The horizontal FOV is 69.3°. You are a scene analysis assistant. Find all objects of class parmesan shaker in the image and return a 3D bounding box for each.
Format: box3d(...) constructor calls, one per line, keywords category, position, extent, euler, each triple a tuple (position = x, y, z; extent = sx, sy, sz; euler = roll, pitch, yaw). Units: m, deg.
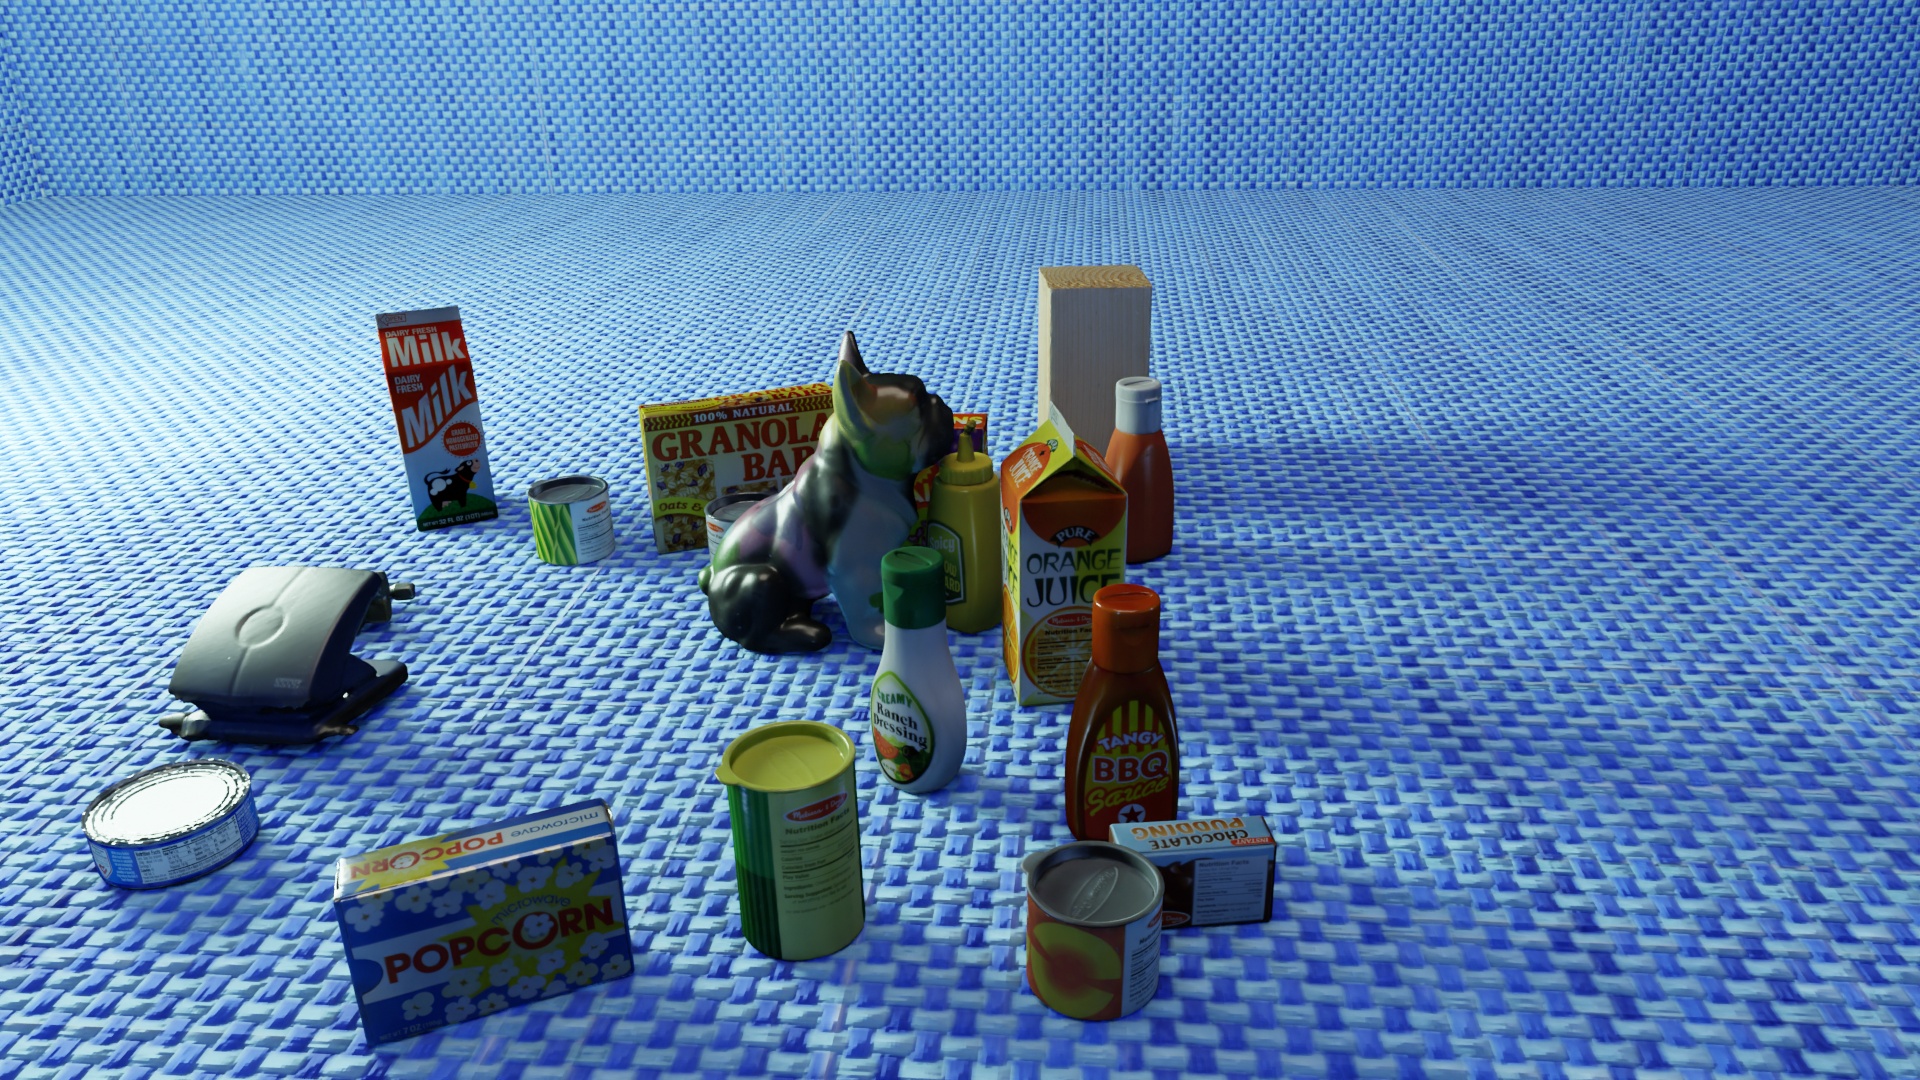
box3d(category="parmesan shaker", position=(-0.086, 0.153, 0.709), extent=(0.071, 0.102, 0.071), euler=(-1, 23, 1))

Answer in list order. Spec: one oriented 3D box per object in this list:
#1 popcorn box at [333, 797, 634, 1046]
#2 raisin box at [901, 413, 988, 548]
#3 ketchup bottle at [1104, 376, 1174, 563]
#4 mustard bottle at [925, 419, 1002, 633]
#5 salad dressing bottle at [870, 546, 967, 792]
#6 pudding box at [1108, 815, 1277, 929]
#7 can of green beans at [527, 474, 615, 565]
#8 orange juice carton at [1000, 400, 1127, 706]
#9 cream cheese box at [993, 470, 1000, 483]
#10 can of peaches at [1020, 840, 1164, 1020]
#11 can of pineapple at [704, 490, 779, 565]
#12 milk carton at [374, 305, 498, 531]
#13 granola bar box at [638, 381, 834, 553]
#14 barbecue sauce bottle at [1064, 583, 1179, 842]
box3d(category="popcorn box", position=(-0.227, 0.182, 0.671), extent=(0.127, 0.085, 0.038), euler=(-11, 25, -21))
box3d(category="raisin box", position=(-0.020, -0.041, 1.132), extent=(0.086, 0.122, 0.040), euler=(1, 23, 6))
box3d(category="ketchup bottle", position=(0.144, -0.057, 1.130), extent=(0.065, 0.148, 0.043), euler=(-13, 25, -25))
box3d(category="mustard bottle", position=(0.004, -0.013, 1.019), extent=(0.049, 0.159, 0.065), euler=(-20, 29, -37))
box3d(category="salad dressing bottle", position=(-0.026, 0.077, 0.827), extent=(0.064, 0.147, 0.044), euler=(19, 30, 39))
box3d(category="pudding box", position=(0.119, 0.172, 0.721), extent=(0.084, 0.049, 0.030), euler=(-3, 23, -5))
box3d(category="can of green beans", position=(-0.329, -0.017, 1.177), extent=(0.071, 0.057, 0.071), euler=(-1, 23, 1))
box3d(category="orange juice carton", position=(0.067, 0.008, 0.926), extent=(0.073, 0.191, 0.072), euler=(-4, 23, -7))
box3d(category="cream cheese box", position=(0.054, -0.033, 1.199), extent=(0.104, 0.053, 0.024), euler=(-2, 23, -3))
box3d(category="can of peaches", position=(0.063, 0.188, 0.676), extent=(0.071, 0.057, 0.071), euler=(-1, 23, 1))
box3d(category="can of pineapple", position=(-0.171, -0.002, 1.133), extent=(0.071, 0.057, 0.071), euler=(-1, 23, 1))
box3d(category="milk carton", position=(-0.467, -0.113, 1.238), extent=(0.072, 0.189, 0.073), euler=(-11, 25, -22))
box3d(category="granola bar box", position=(-0.186, -0.064, 1.193), extent=(0.166, 0.123, 0.039), euler=(-9, 24, -18))
box3d(category="barbecue sauce bottle", position=(0.091, 0.098, 0.772), extent=(0.065, 0.148, 0.044), euler=(-5, 23, -8))
